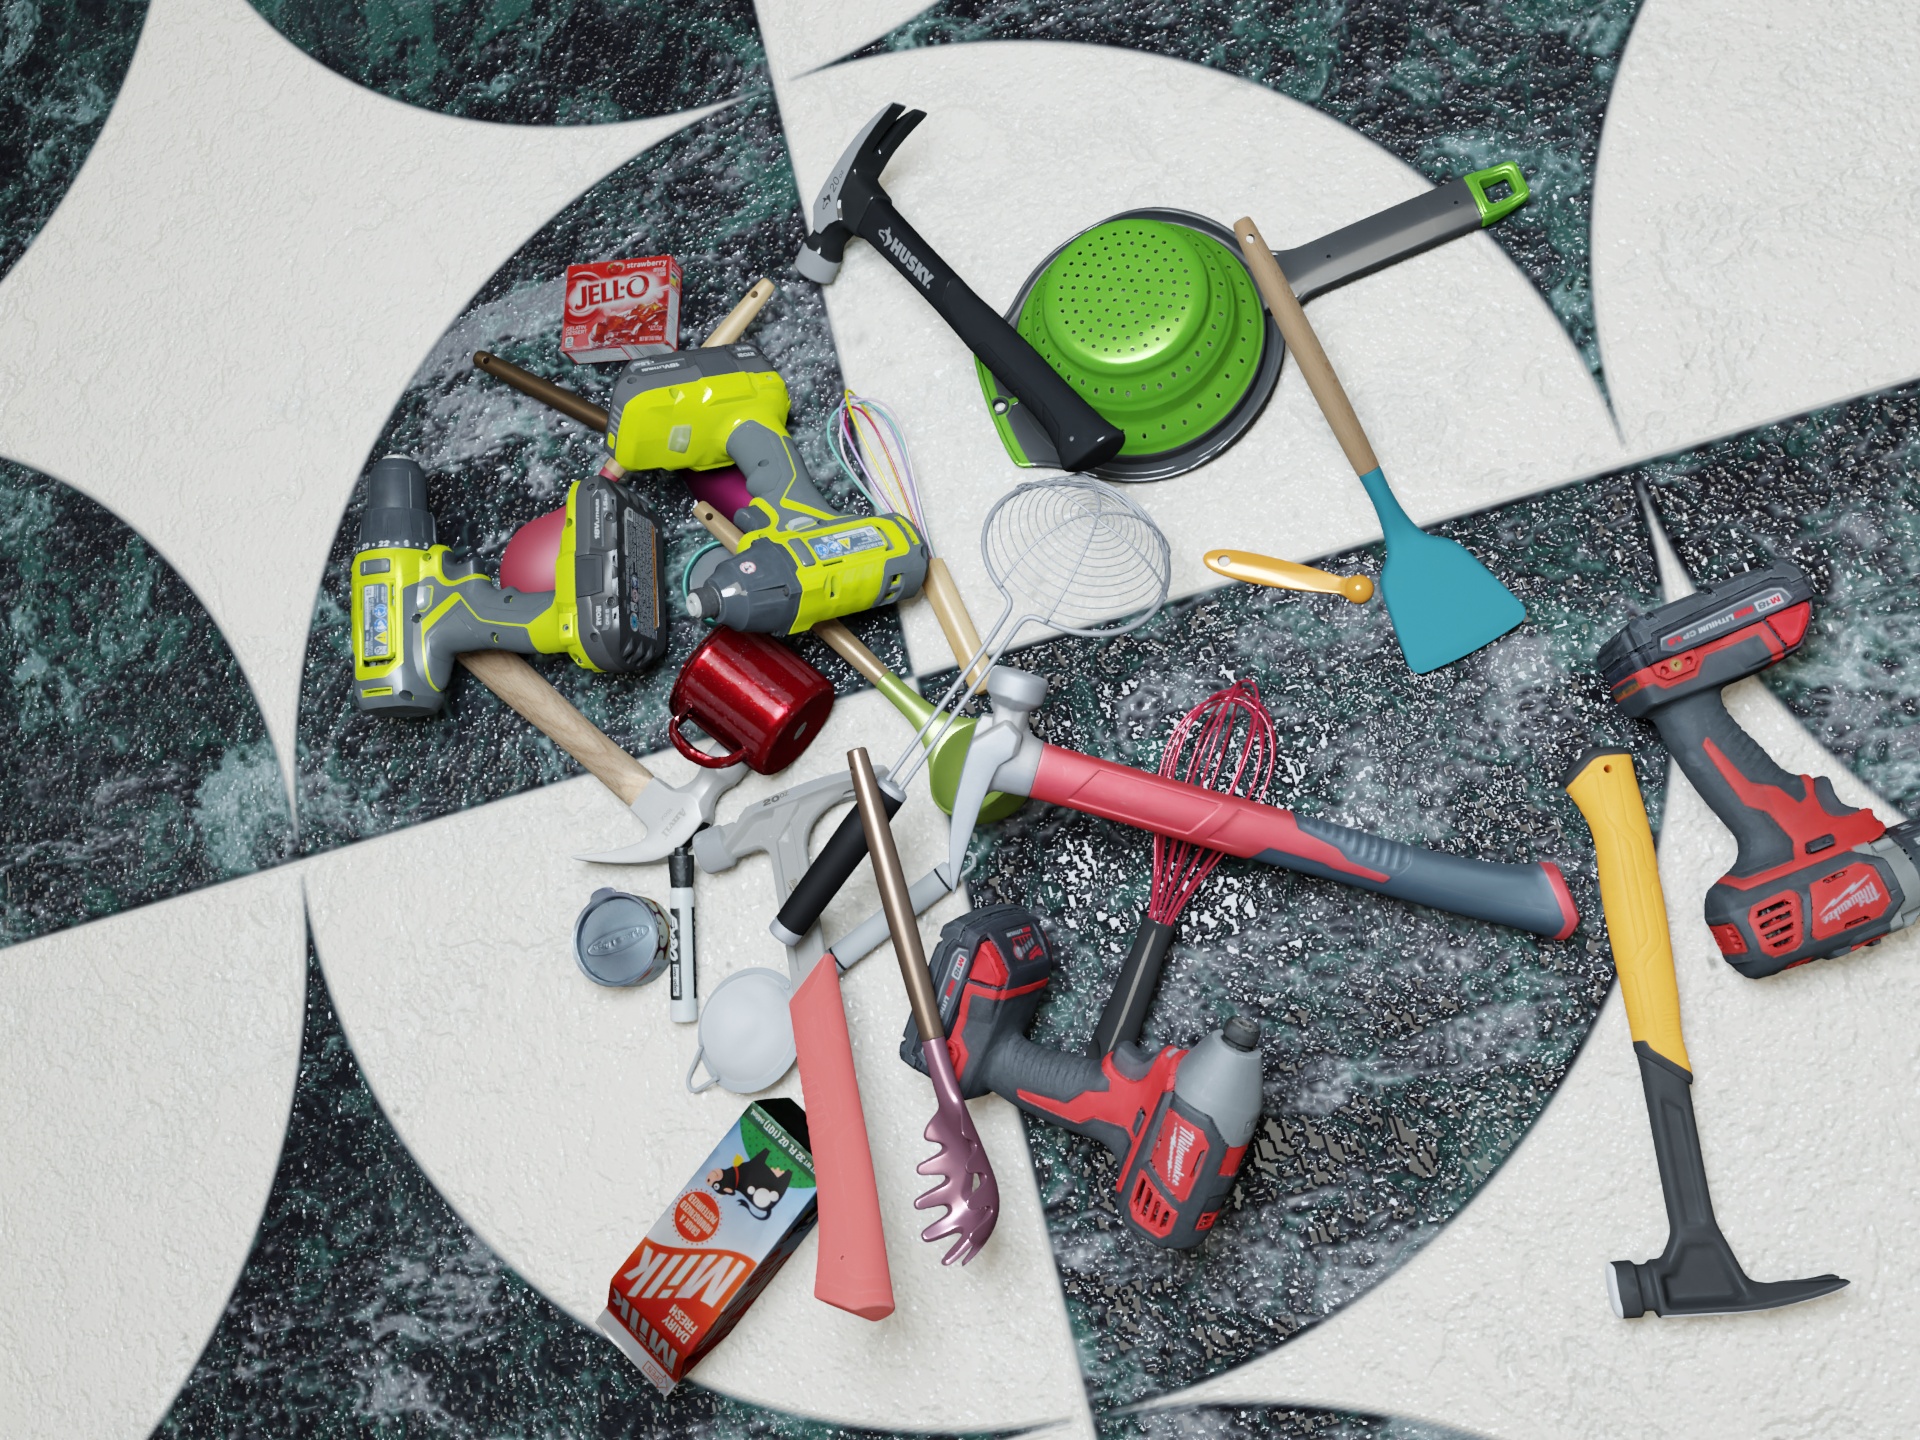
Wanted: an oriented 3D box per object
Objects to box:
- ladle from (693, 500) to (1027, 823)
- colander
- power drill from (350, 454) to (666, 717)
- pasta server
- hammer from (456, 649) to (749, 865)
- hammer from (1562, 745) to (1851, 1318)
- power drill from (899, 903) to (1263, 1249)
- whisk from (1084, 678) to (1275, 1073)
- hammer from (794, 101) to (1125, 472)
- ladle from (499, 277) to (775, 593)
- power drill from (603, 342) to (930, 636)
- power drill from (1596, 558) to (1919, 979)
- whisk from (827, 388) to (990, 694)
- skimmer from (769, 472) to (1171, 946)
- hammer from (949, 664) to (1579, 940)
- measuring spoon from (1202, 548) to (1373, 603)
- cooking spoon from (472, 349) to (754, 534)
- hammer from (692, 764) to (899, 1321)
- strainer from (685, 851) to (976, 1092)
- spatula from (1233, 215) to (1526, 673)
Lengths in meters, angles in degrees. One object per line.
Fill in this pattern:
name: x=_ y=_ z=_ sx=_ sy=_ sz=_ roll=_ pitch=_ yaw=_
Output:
ladle: x=-0.074 y=-0.049 z=1.097 sx=0.320 sy=0.062 sz=0.078 roll=43 pitch=86 yaw=11
colander: x=0.193 y=-0.304 z=1.083 sx=0.397 sy=0.094 sz=0.205 roll=-22 pitch=74 yaw=9
power drill: x=-0.334 y=-0.107 z=1.145 sx=0.228 sy=0.080 sz=0.191 roll=-6 pitch=81 yaw=14
pasta server: x=-0.030 y=0.170 z=0.974 sx=0.060 sy=0.040 sz=0.316 roll=-25 pitch=78 yaw=53
hammer: x=-0.314 y=-0.011 z=1.178 sx=0.331 sy=0.031 sz=0.130 roll=37 pitch=89 yaw=18
hammer: x=0.427 y=0.180 z=0.957 sx=0.127 sy=0.034 sz=0.337 roll=-9 pitch=76 yaw=12
power drill: x=0.080 y=0.206 z=0.974 sx=0.220 sy=0.078 sz=0.143 roll=28 pitch=107 yaw=29
whisk: x=0.136 y=0.112 z=1.031 sx=0.073 sy=0.073 sz=0.296 roll=21 pitch=89 yaw=17
hammer: x=0.004 y=-0.287 z=1.090 sx=0.335 sy=0.035 sz=0.146 roll=52 pitch=125 yaw=29
ladle: x=-0.242 y=-0.204 z=1.186 sx=0.069 sy=0.031 sz=0.315 roll=42 pitch=95 yaw=15
power drill: x=-0.147 y=-0.155 z=1.094 sx=0.171 sy=0.080 sz=0.223 roll=-18 pitch=58 yaw=-34
power drill: x=0.507 y=0.022 z=0.950 sx=0.188 sy=0.080 sz=0.227 roll=-22 pitch=78 yaw=3
whisk: x=-0.033 y=-0.129 z=1.127 sx=0.051 sy=0.047 sz=0.245 roll=-21 pitch=77 yaw=-14
skimmer: x=-0.002 y=-0.003 z=1.040 sx=0.127 sy=0.090 sz=0.363 roll=37 pitch=96 yaw=11
hammer: x=0.186 y=0.085 z=0.981 sx=0.386 sy=0.038 sz=0.143 roll=16 pitch=96 yaw=-1
measuring spoon: x=0.221 y=-0.100 z=1.077 sx=0.117 sy=0.011 sz=0.021 roll=14 pitch=82 yaw=16
cooking spoon: x=-0.246 y=-0.215 z=1.211 sx=0.319 sy=0.017 sz=0.069 roll=28 pitch=86 yaw=16
hammer: x=-0.081 y=0.196 z=1.015 sx=0.149 sy=0.036 sz=0.359 roll=-20 pitch=54 yaw=8
strainer: x=-0.095 y=0.168 z=1.085 sx=0.258 sy=0.050 sz=0.087 roll=-37 pitch=58 yaw=0
spatula: x=0.259 y=-0.186 z=1.039 sx=0.082 sy=0.044 sz=0.317 roll=-29 pitch=97 yaw=10
